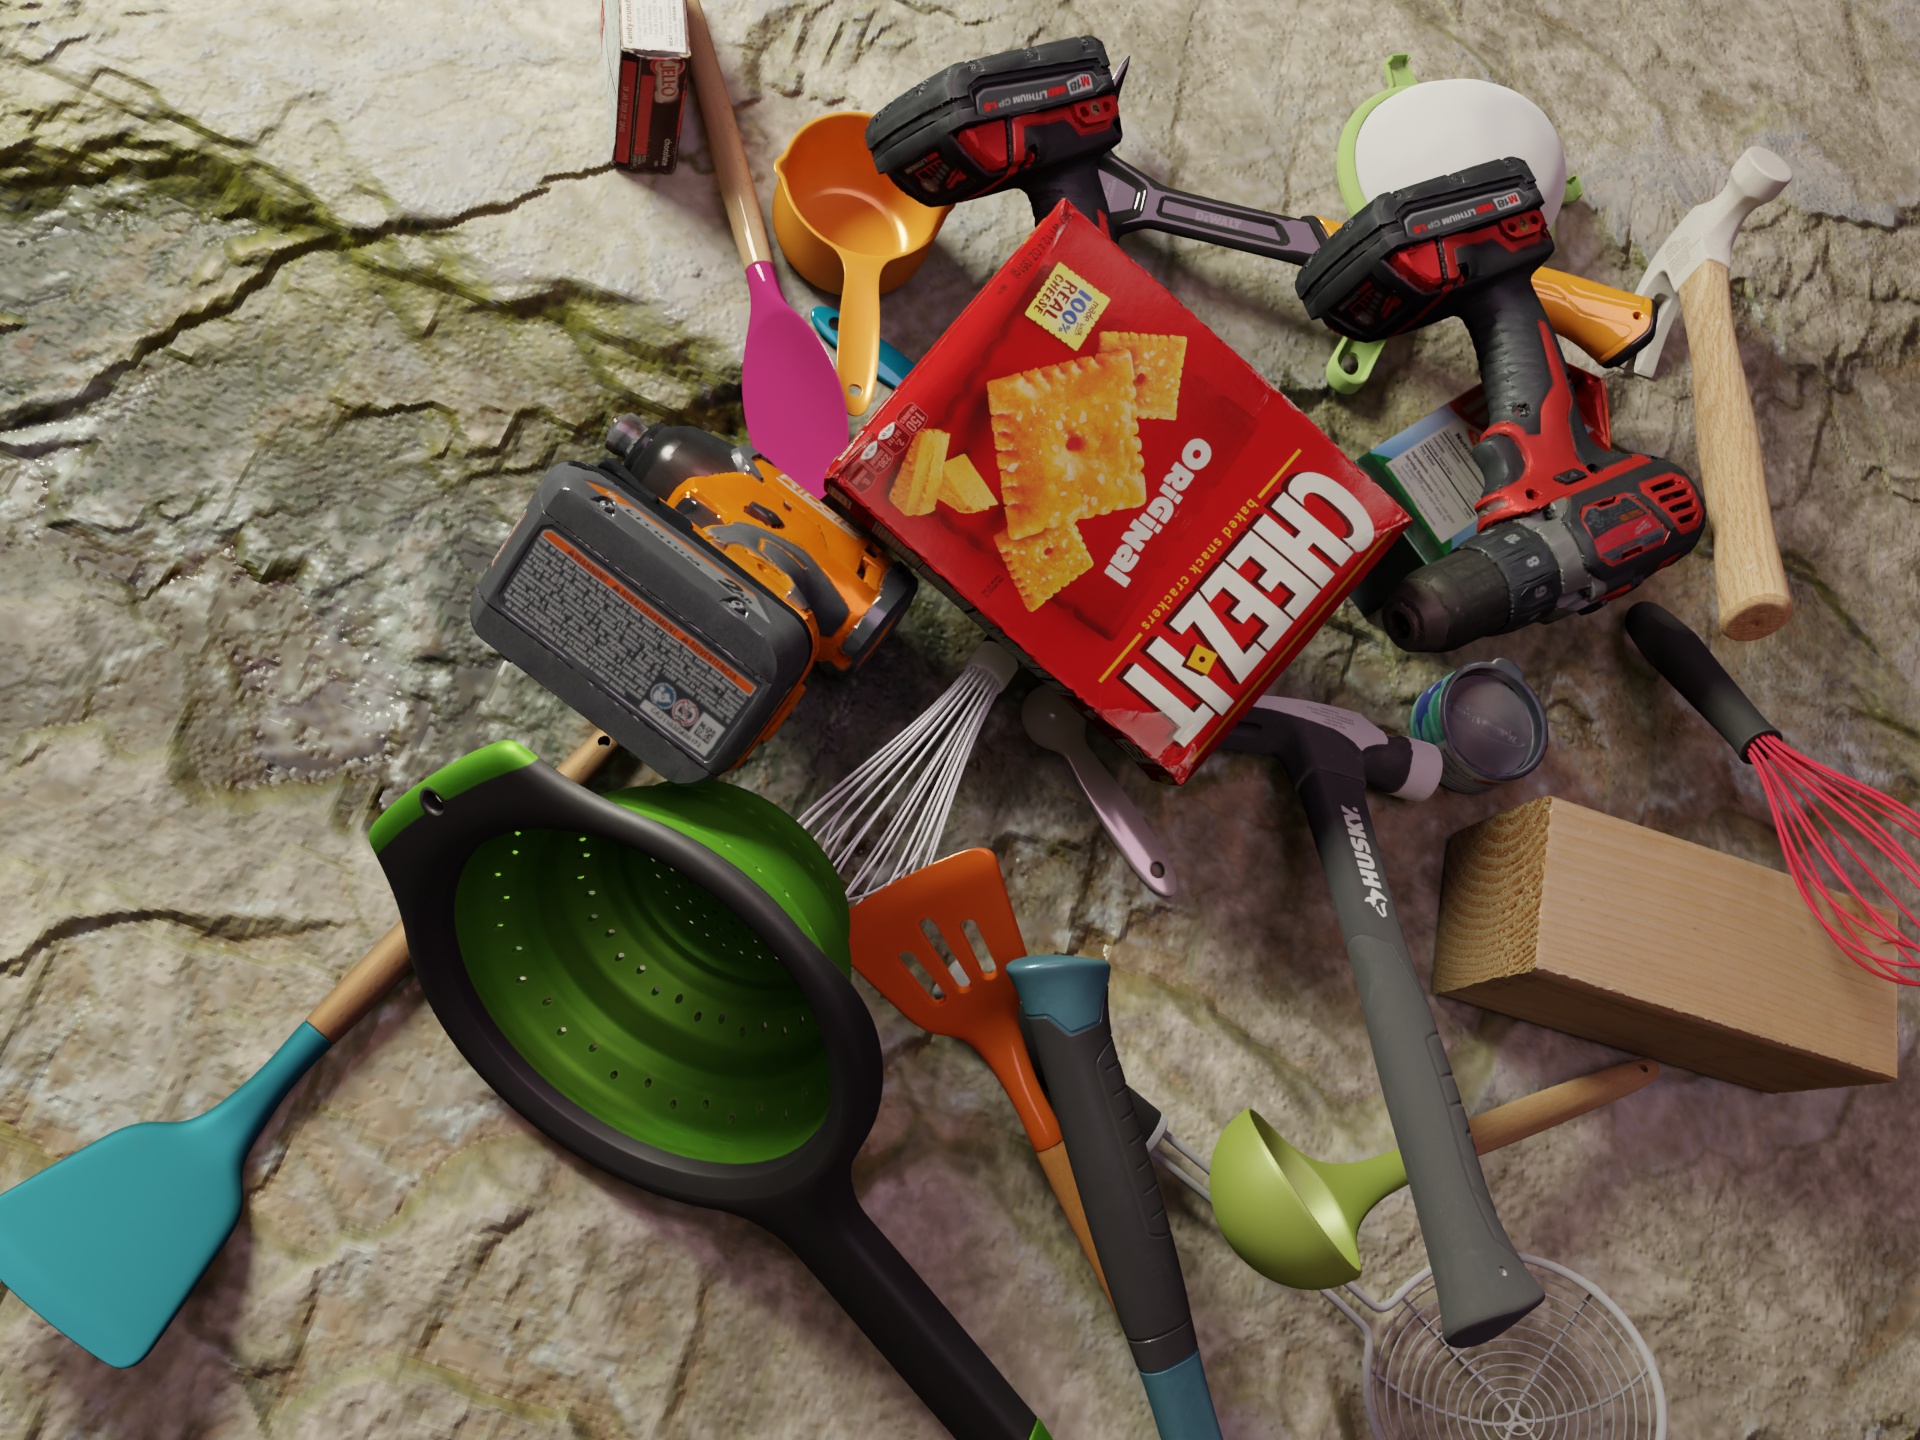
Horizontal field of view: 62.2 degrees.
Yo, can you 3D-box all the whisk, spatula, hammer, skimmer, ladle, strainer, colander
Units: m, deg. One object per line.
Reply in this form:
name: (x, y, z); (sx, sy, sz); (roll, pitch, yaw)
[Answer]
whisk: (0.420, 0.026, 0.812); (0.073, 0.073, 0.296); (4, 37, -16)
spatula: (-0.244, 0.108, 0.655); (0.082, 0.044, 0.317); (40, 65, 2)
hammer: (0.084, 0.253, 0.668); (0.128, 0.033, 0.331); (-18, 93, -25)
whisk: (-0.002, -0.002, 0.764); (0.070, 0.070, 0.285); (36, 61, -3)
hammer: (0.185, 0.113, 0.707); (0.146, 0.035, 0.335); (15, 41, -17)
skimmer: (0.144, 0.220, 0.711); (0.363, 0.090, 0.127); (39, 66, -2)
ladle: (0.235, 0.186, 0.726); (0.320, 0.062, 0.078); (-6, 50, -36)
hammer: (0.416, -0.172, 0.874); (0.031, 0.130, 0.332); (21, 52, -8)
hammer: (0.226, -0.266, 0.888); (0.337, 0.034, 0.127); (14, 84, -3)
strainer: (0.284, -0.296, 0.936); (0.151, 0.069, 0.256); (34, 64, -4)
spatula: (0.050, 0.209, 0.692); (0.081, 0.041, 0.322); (-27, 91, 4)
colander: (-0.064, 0.154, 0.658); (0.397, 0.204, 0.094); (53, 38, -14)

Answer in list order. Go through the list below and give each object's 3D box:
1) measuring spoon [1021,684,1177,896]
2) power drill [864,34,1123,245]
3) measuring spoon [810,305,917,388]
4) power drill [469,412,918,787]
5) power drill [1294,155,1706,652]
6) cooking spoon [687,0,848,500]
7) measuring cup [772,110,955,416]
measuring spoon: (0.073, 0.034, 0.791); (0.034, 0.018, 0.124); (-31, 84, -24)
power drill: (0.042, -0.214, 0.800); (0.143, 0.078, 0.219); (-27, 103, -31)
measuring spoon: (-0.022, -0.181, 0.830); (0.128, 0.021, 0.042); (34, 66, -5)
power drill: (-0.114, -0.068, 0.677); (0.164, 0.226, 0.084); (37, 108, -1)
power drill: (0.255, -0.151, 0.799); (0.188, 0.080, 0.227); (-23, 85, -22)
cooking spoon: (-0.108, -0.253, 0.818); (0.017, 0.068, 0.319); (3, 64, -46)
measuring cup: (-0.056, -0.226, 0.820); (0.095, 0.052, 0.174); (6, 73, -15)
